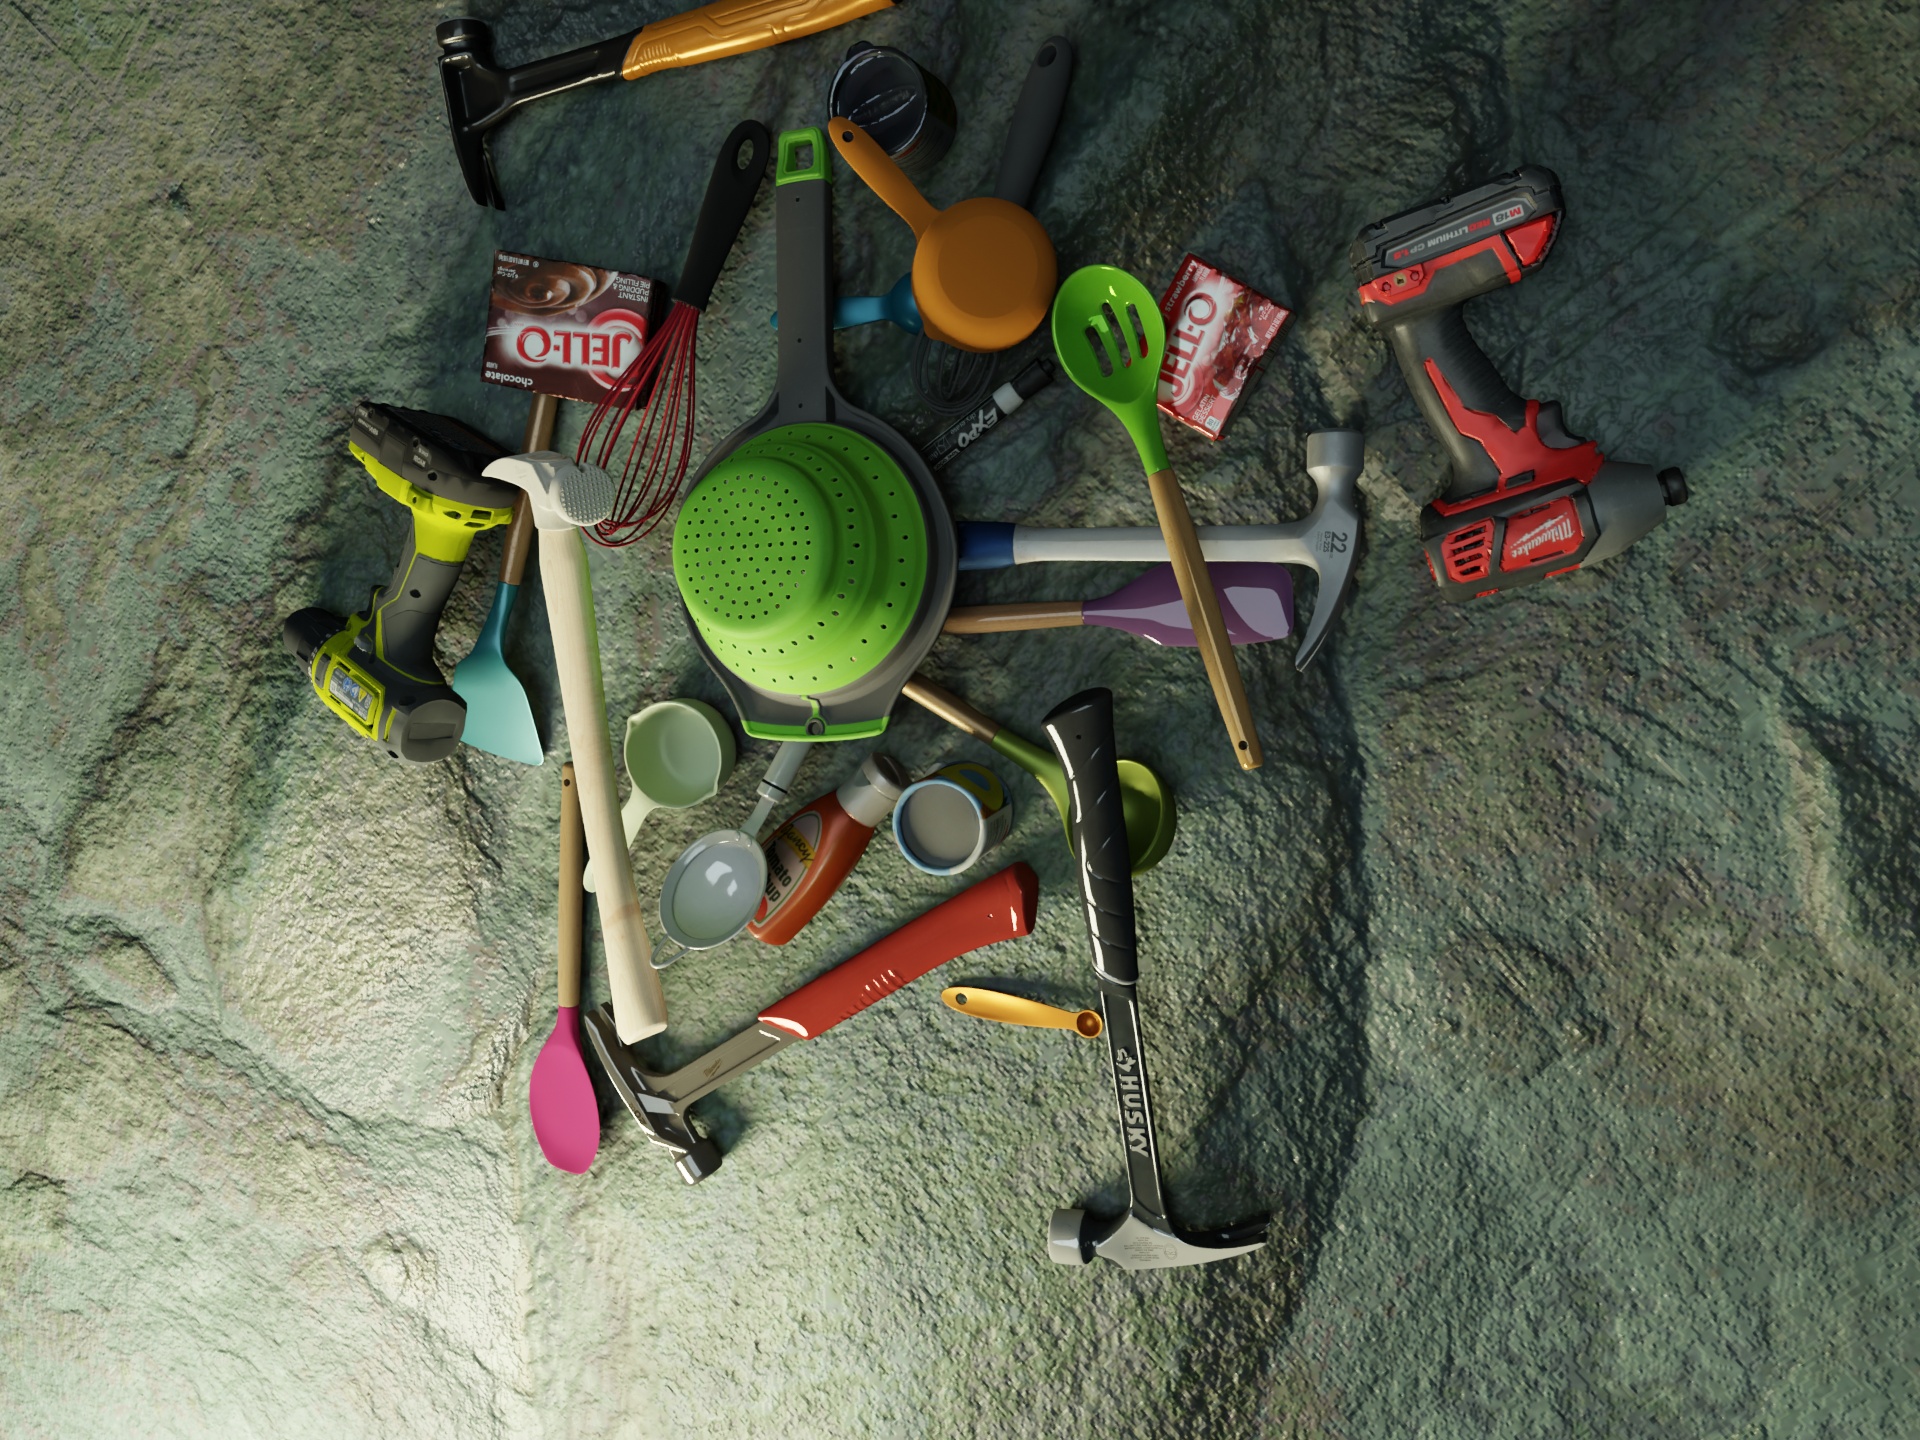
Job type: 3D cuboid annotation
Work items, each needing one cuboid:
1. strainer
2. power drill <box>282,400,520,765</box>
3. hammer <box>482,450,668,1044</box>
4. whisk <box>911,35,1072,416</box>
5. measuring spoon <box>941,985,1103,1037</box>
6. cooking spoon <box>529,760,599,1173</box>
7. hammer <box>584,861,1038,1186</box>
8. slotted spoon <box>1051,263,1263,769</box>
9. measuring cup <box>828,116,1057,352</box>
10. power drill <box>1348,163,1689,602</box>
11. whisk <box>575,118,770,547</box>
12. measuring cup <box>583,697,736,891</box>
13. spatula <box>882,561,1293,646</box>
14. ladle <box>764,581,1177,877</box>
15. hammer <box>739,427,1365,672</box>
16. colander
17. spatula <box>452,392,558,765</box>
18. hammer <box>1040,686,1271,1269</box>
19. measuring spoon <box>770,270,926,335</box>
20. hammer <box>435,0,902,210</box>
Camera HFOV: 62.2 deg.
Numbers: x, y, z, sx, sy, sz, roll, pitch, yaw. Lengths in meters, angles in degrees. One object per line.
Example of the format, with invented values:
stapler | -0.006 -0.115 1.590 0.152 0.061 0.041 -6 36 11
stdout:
strainer | -0.128 0.056 1.069 0.087 0.050 0.258 24 84 38
power drill | -0.408 -0.105 1.141 0.191 0.080 0.228 31 108 33
hammer | -0.250 0.025 1.071 0.146 0.038 0.410 21 121 52
whisk | 0.023 -0.306 0.992 0.055 0.055 0.239 22 100 15
measuring spoon | 0.042 0.196 1.080 0.117 0.011 0.021 7 101 21
cooking spoon | -0.291 0.187 1.187 0.069 0.017 0.319 8 101 27
hammer | -0.100 0.189 1.113 0.359 0.036 0.149 -33 87 21
slotted spoon | 0.124 -0.121 0.941 0.070 0.031 0.314 -21 82 29
measuring cup | -0.015 -0.295 0.941 0.095 0.052 0.173 -45 99 3
power drill | 0.311 -0.187 0.894 0.143 0.078 0.219 -16 96 21
whisk | -0.185 -0.254 1.047 0.073 0.073 0.296 21 92 15
measuring cup | -0.219 0.056 1.133 0.083 0.038 0.167 39 110 10
spatula | 0.055 -0.070 1.028 0.316 0.018 0.060 -3 89 19
ladle | -0.002 -0.003 1.028 0.320 0.062 0.078 33 98 9
hammer | 0.045 -0.106 1.007 0.405 0.035 0.144 2 84 21
colander | -0.113 -0.185 0.997 0.204 0.094 0.397 -1 89 22
spatula | -0.316 -0.125 1.147 0.082 0.044 0.317 16 99 17
hammer | 0.104 0.174 0.995 0.149 0.036 0.408 -2 111 18
measuring spoon | -0.069 -0.268 1.038 0.128 0.021 0.042 -2 97 18
hammer | -0.193 -0.438 1.049 0.337 0.034 0.127 -8 95 20
